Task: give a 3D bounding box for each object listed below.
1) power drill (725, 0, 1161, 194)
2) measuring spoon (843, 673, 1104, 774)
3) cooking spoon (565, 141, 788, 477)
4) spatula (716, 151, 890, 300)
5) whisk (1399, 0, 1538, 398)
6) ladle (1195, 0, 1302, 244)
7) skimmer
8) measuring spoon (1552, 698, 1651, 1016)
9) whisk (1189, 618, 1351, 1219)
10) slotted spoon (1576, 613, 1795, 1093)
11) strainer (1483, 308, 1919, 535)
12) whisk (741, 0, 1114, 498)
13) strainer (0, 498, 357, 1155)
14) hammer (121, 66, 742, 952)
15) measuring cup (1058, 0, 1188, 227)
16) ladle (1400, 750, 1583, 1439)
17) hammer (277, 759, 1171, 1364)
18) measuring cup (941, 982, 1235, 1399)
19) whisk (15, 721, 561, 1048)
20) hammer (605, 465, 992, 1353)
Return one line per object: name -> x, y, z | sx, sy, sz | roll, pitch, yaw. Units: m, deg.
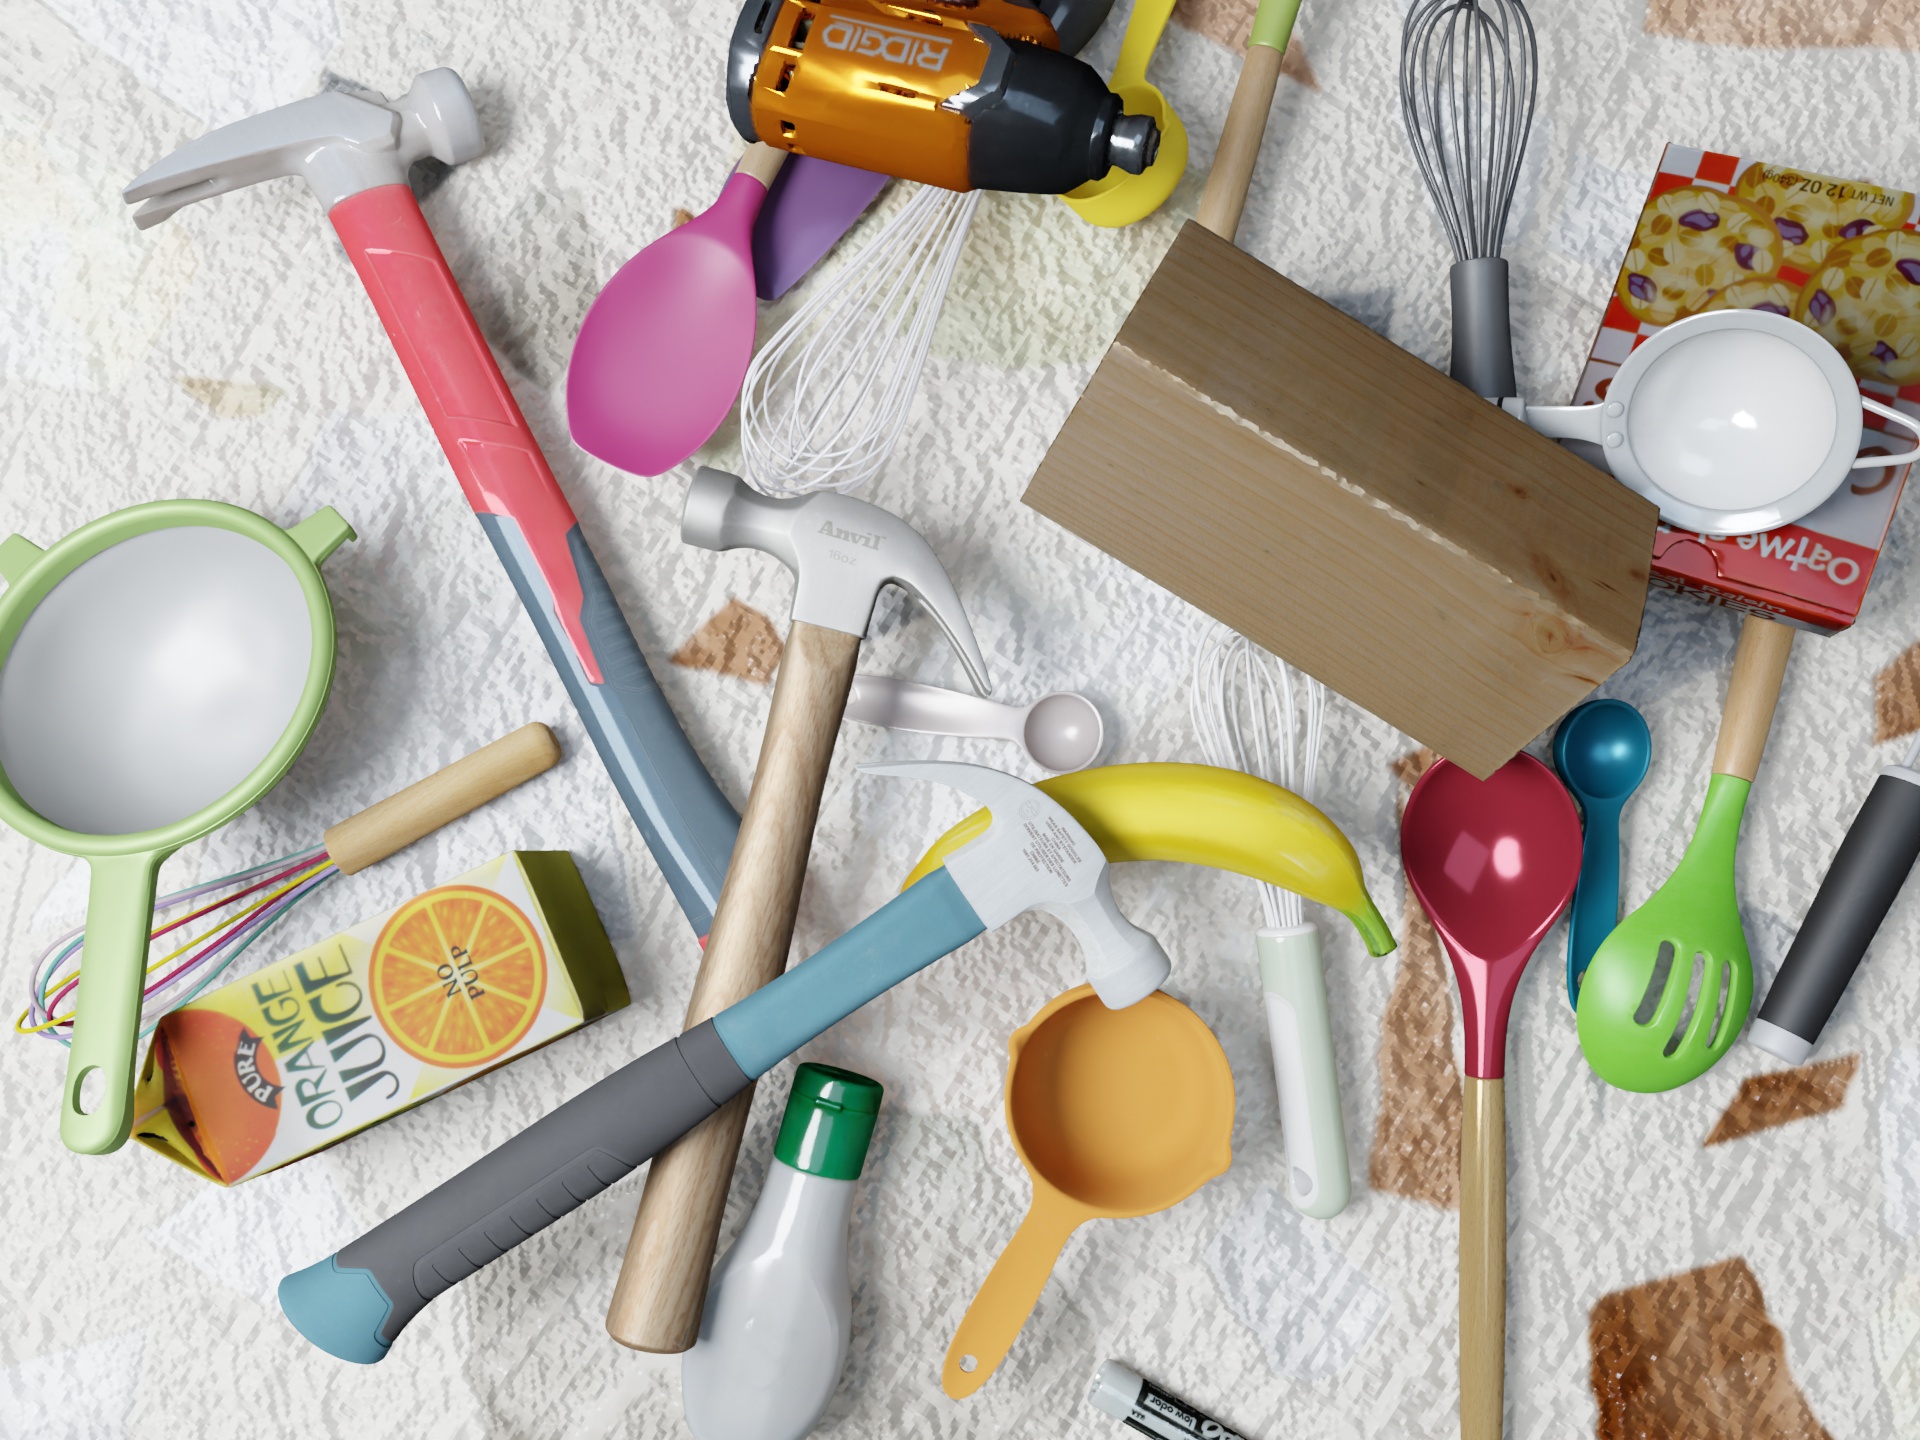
power drill -> 0.022, -0.310, 0.617 | 0.164, 0.084, 0.226 | 17, 80, 10
measuring spoon -> -0.001, -0.002, 0.661 | 0.124, 0.018, 0.034 | 10, 87, 10
cooking spoon -> -0.076, -0.246, 0.665 | 0.068, 0.017, 0.319 | 25, 82, -4
spatula -> 0.006, -0.309, 0.679 | 0.060, 0.018, 0.316 | 43, 90, 11
whisk -> 0.208, -0.183, 0.646 | 0.055, 0.055, 0.239 | -2, 90, 3
ladle -> 0.120, -0.248, 0.663 | 0.078, 0.062, 0.320 | 16, 94, 9
skimmer -> 0.388, -0.038, 0.603 | 0.127, 0.090, 0.363 | 28, 90, 36
measuring spoon -> 0.252, 0.054, 0.643 | 0.042, 0.021, 0.128 | 2, 95, -17
whisk -> 0.128, 0.075, 0.632 | 0.059, 0.058, 0.246 | -7, 89, -28
slotted spoon -> 0.313, -0.002, 0.636 | 0.070, 0.031, 0.314 | 17, 85, -7
strainer -> 0.219, -0.116, 0.607 | 0.258, 0.050, 0.086 | 5, 123, 24
whisk -> -0.007, -0.213, 0.656 | 0.070, 0.070, 0.284 | 30, 84, 5
strainer -> -0.310, 0.040, 0.626 | 0.151, 0.069, 0.256 | -5, 71, 4
hammer -> -0.190, -0.075, 0.648 | 0.143, 0.038, 0.386 | -26, 87, -18
measuring cup -> 0.082, -0.275, 0.667 | 0.062, 0.029, 0.156 | 4, 68, 43
ladle -> 0.208, 0.167, 0.628 | 0.069, 0.031, 0.315 | 1, 88, 26
hammer -> -0.093, 0.128, 0.577 | 0.331, 0.033, 0.128 | -33, 93, -3
measuring cup -> 0.040, 0.182, 0.625 | 0.095, 0.052, 0.173 | 30, 90, 5
whisk -> -0.276, 0.068, 0.655 | 0.245, 0.047, 0.051 | -28, 84, -3
hammer -> -0.076, 0.077, 0.611 | 0.130, 0.031, 0.331 | 14, 88, -4
